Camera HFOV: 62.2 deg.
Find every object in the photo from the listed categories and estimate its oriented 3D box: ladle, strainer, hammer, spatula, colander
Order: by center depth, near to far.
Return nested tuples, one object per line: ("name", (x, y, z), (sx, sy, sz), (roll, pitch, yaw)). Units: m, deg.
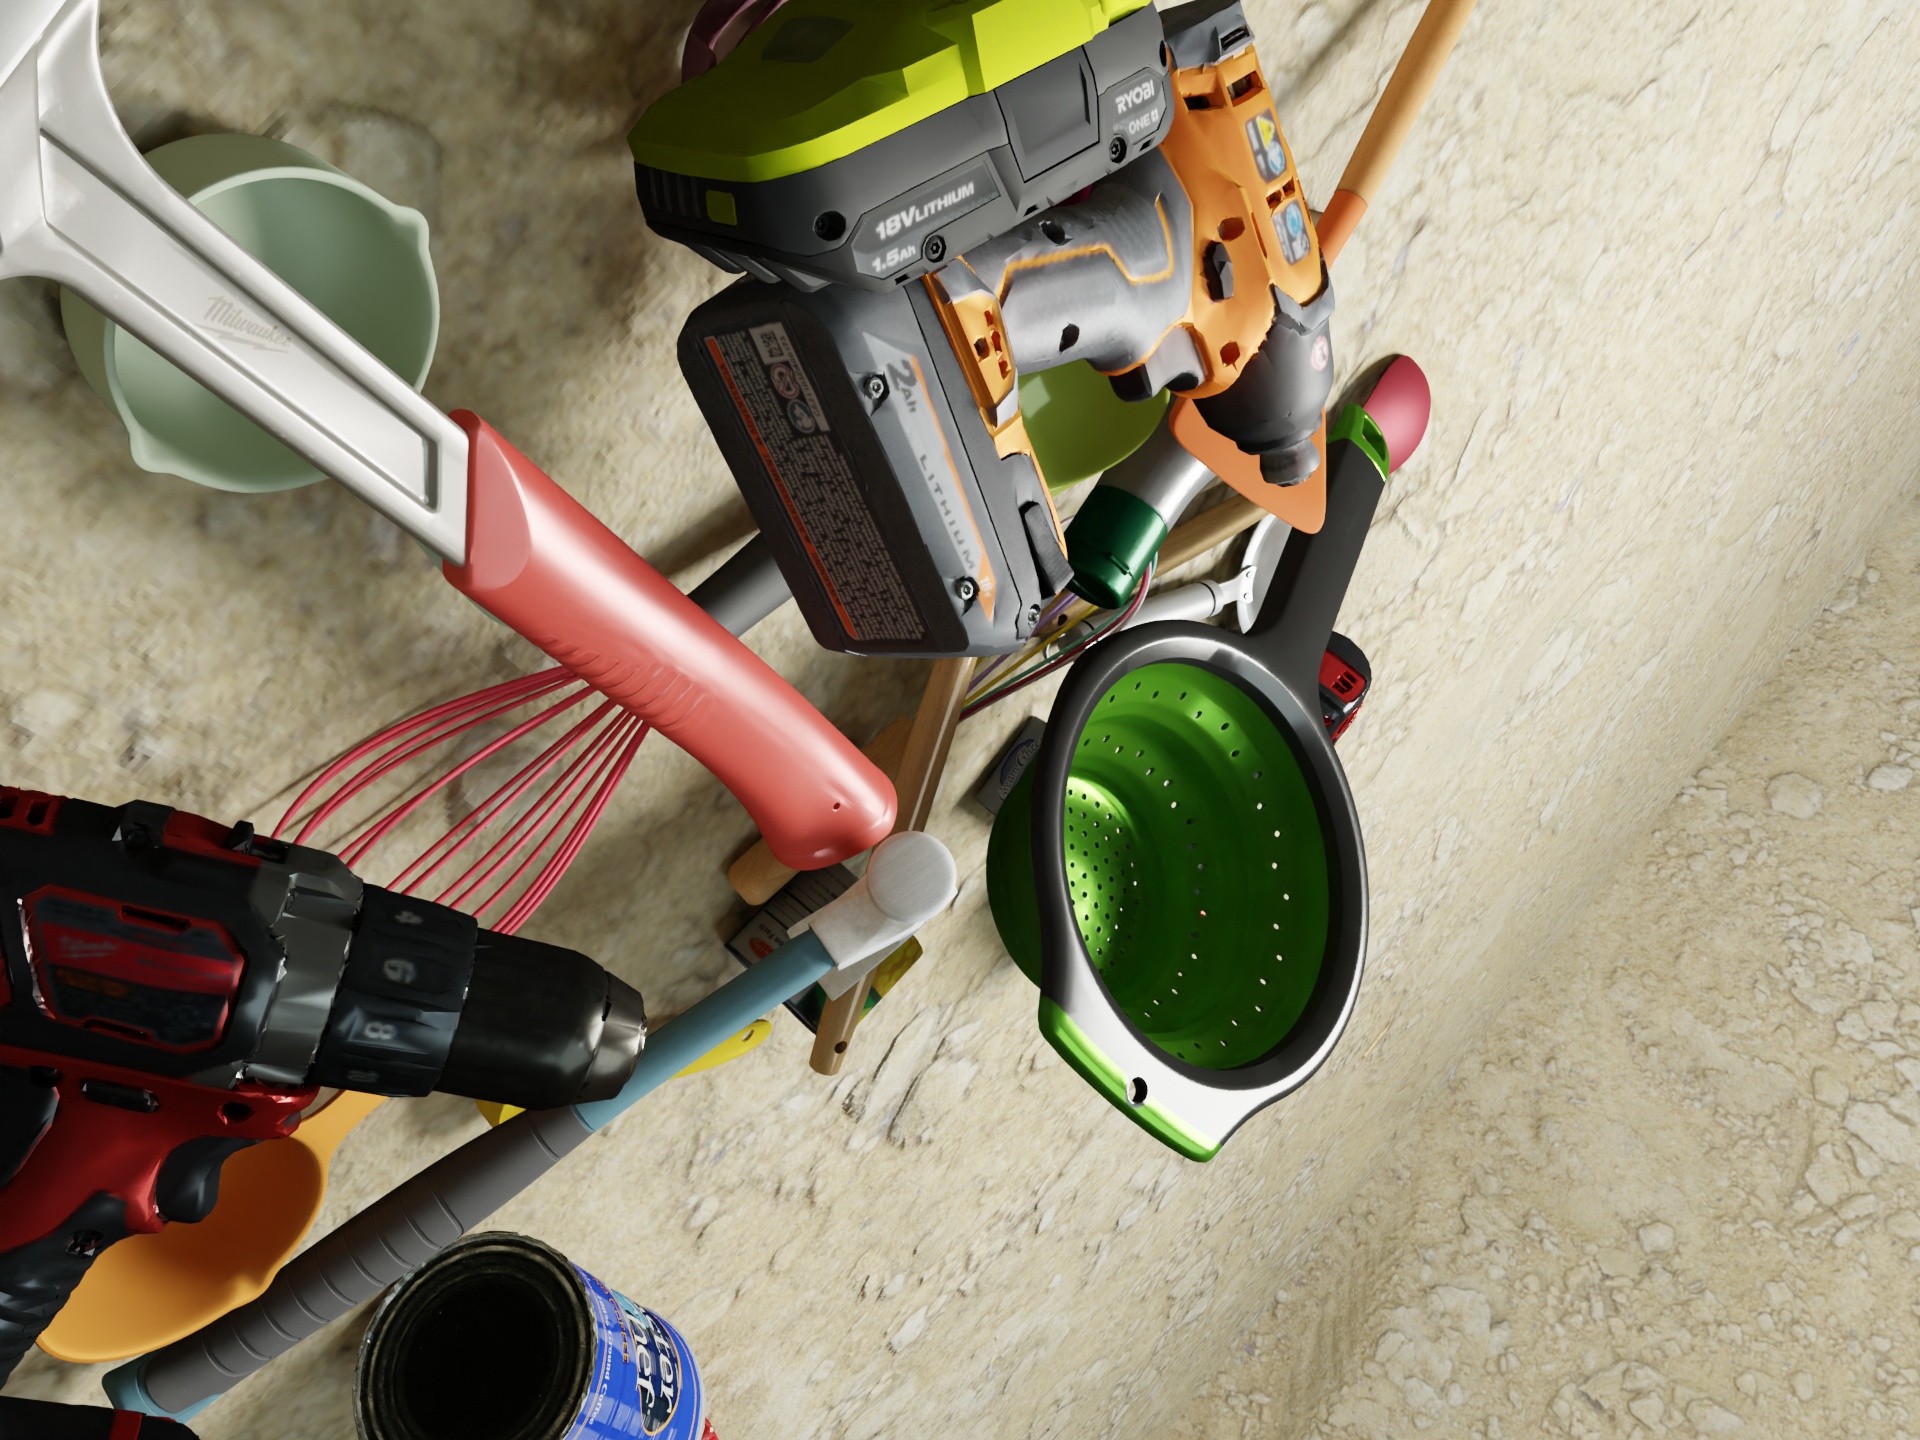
("hammer", (-0.099, -0.046, 0.405), (0.149, 0.037, 0.358), (-59, 149, -9))
("hammer", (-0.144, 0.143, 0.554), (0.331, 0.033, 0.128), (-33, 173, -9))
("ladle", (-0.001, -0.002, 0.614), (0.078, 0.062, 0.320), (10, 103, -36))
("spatula", (0.173, -0.230, 0.637), (0.081, 0.041, 0.322), (30, 84, -24))
("colander", (0.110, 0.004, 0.731), (0.204, 0.094, 0.397), (43, 54, -24))
("ladle", (0.147, -0.110, 0.799), (0.315, 0.031, 0.069), (-30, 135, -31))
("strainer", (0.132, -0.062, 0.818), (0.258, 0.050, 0.086), (-20, 122, -40))

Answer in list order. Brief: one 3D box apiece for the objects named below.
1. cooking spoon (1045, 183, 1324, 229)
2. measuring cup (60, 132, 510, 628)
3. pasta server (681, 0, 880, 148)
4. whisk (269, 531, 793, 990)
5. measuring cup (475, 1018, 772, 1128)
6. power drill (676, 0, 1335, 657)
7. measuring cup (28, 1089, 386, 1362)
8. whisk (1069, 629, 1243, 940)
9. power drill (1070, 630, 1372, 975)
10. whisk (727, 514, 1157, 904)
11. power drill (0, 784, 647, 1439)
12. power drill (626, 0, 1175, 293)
("cooking spoon", (0.066, -0.194, 0.595), (0.319, 0.017, 0.068), (-14, 117, -49))
("measuring cup", (-0.151, -0.074, 0.398), (0.083, 0.038, 0.167), (-47, 153, -11))
("pasta server", (0.023, -0.273, 0.428), (0.316, 0.040, 0.060), (-53, 139, -1))
("whisk", (-0.103, -0.016, 0.513), (0.296, 0.073, 0.073), (-43, 150, -27))
("measuring cup", (-0.136, 0.136, 0.661), (0.156, 0.029, 0.062), (-1, 123, -58))
("power drill", (0.039, -0.110, 0.495), (0.226, 0.084, 0.164), (-42, 119, -33))
("measuring cup", (-0.217, 0.116, 0.497), (0.173, 0.052, 0.095), (-43, 150, -21))
("whisk", (0.098, 0.032, 0.817), (0.246, 0.059, 0.057), (-52, -174, -37))
("power drill", (0.146, 0.054, 0.916), (0.220, 0.078, 0.143), (-48, 169, -19))
("whisk", (-0.003, -0.009, 0.683), (0.245, 0.047, 0.051), (-42, 147, -10))
("power drill", (-0.198, 0.137, 0.406), (0.187, 0.080, 0.226), (18, 94, -21))
("power drill", (-0.036, -0.214, 0.332), (0.171, 0.080, 0.223), (-36, 130, -26))
